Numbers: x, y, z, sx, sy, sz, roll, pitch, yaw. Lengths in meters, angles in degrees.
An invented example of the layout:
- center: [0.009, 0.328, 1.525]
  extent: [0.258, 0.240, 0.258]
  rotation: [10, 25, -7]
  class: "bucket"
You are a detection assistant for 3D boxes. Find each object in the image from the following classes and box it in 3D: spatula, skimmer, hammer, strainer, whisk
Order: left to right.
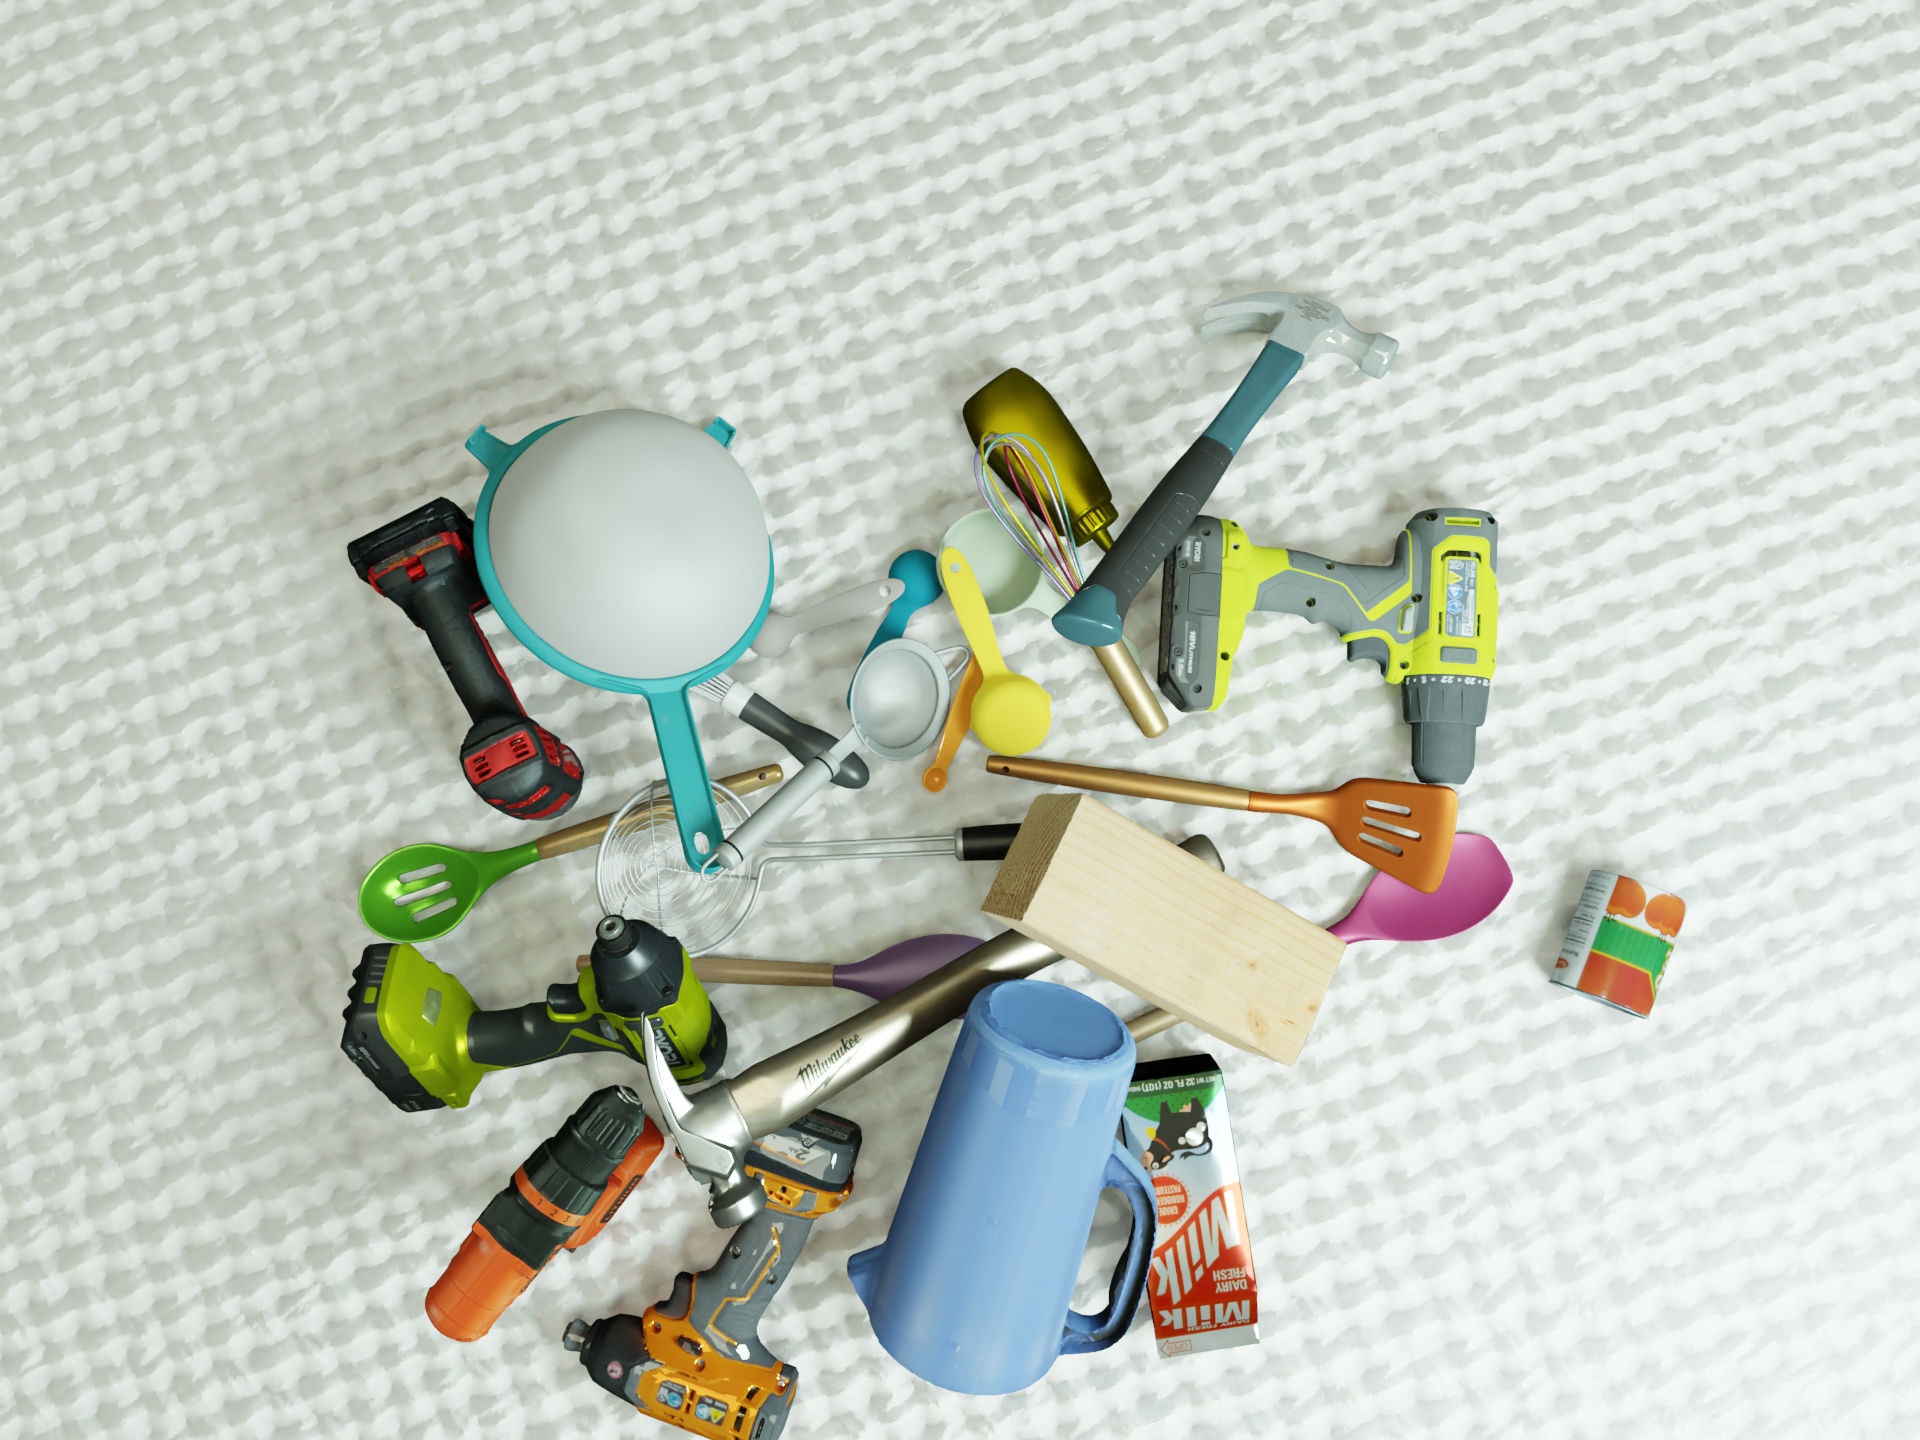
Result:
- center: [-0.194, -0.071, 1.053]
  extent: [0.211, 0.095, 0.340]
  rotation: [-8, 73, -30]
  class: "strainer"
- center: [-0.185, -0.033, 1.131]
  extent: [0.284, 0.070, 0.070]
  rotation: [32, 88, 0]
  class: "whisk"
- center: [-0.115, 0.177, 1.127]
  extent: [0.316, 0.018, 0.060]
  rotation: [2, 85, 2]
  class: "spatula"
- center: [-0.089, 0.024, 1.084]
  extent: [0.258, 0.050, 0.086]
  rotation: [-44, 121, -33]
  class: "strainer"
- center: [-0.062, 0.094, 1.094]
  extent: [0.363, 0.090, 0.127]
  rotation: [-3, 94, 2]
  class: "skimmer"
- center: [-0.007, 0.170, 1.054]
  extent: [0.410, 0.038, 0.146]
  rotation: [-26, 96, -16]
  class: "hammer"
- center: [0.081, -0.094, 1.100]
  extent: [0.051, 0.047, 0.245]
  rotation: [-30, 104, 6]
  class: "whisk"
- center: [0.166, -0.174, 1.074]
  extent: [0.128, 0.033, 0.331]
  rotation: [30, 65, 15]
  class: "hammer"
- center: [0.176, 0.056, 1.108]
  extent: [0.322, 0.041, 0.081]
  rotation: [8, 112, 6]
  class: "spatula"

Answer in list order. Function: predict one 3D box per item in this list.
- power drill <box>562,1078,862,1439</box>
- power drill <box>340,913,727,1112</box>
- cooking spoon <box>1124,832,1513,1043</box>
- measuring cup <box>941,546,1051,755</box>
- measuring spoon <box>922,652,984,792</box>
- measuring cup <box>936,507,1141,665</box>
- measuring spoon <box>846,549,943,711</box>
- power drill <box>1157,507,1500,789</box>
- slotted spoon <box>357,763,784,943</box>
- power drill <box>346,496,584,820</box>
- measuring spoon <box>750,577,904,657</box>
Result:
- center: [-0.170, 0.369, 1.086]
  extent: [0.164, 0.084, 0.226]
  rotation: [18, 91, 5]
  class: "power drill"
- center: [-0.286, 0.193, 1.067]
  extent: [0.223, 0.171, 0.080]
  rotation: [-8, 50, 6]
  class: "power drill"
- center: [0.234, 0.164, 1.109]
  extent: [0.319, 0.017, 0.069]
  rotation: [-25, 71, 1]
  class: "cooking spoon"
- center: [0.019, -0.046, 1.104]
  extent: [0.062, 0.029, 0.156]
  rotation: [-21, 108, 3]
  class: "measuring cup"
- center: [-0.002, -0.004, 1.139]
  extent: [0.021, 0.011, 0.117]
  rotation: [25, 84, -32]
  class: "measuring spoon"
- center: [0.057, -0.087, 1.135]
  extent: [0.167, 0.038, 0.083]
  rotation: [33, 90, -10]
  class: "measuring cup"
- center: [-0.051, -0.064, 1.140]
  extent: [0.042, 0.021, 0.128]
  rotation: [25, 87, 5]
  class: "measuring spoon"
- center: [0.255, -0.053, 1.097]
  extent: [0.228, 0.080, 0.190]
  rotation: [4, 86, 1]
  class: "power drill"
- center: [-0.276, 0.087, 1.140]
  extent: [0.314, 0.031, 0.070]
  rotation: [-18, 85, 0]
  class: "slotted spoon"
- center: [-0.329, -0.032, 1.102]
  extent: [0.078, 0.143, 0.220]
  rotation: [-28, 78, -3]
  class: "power drill"
- center: [-0.098, -0.077, 1.137]
  extent: [0.124, 0.018, 0.034]
  rotation: [-19, 84, 11]
  class: "measuring spoon"
